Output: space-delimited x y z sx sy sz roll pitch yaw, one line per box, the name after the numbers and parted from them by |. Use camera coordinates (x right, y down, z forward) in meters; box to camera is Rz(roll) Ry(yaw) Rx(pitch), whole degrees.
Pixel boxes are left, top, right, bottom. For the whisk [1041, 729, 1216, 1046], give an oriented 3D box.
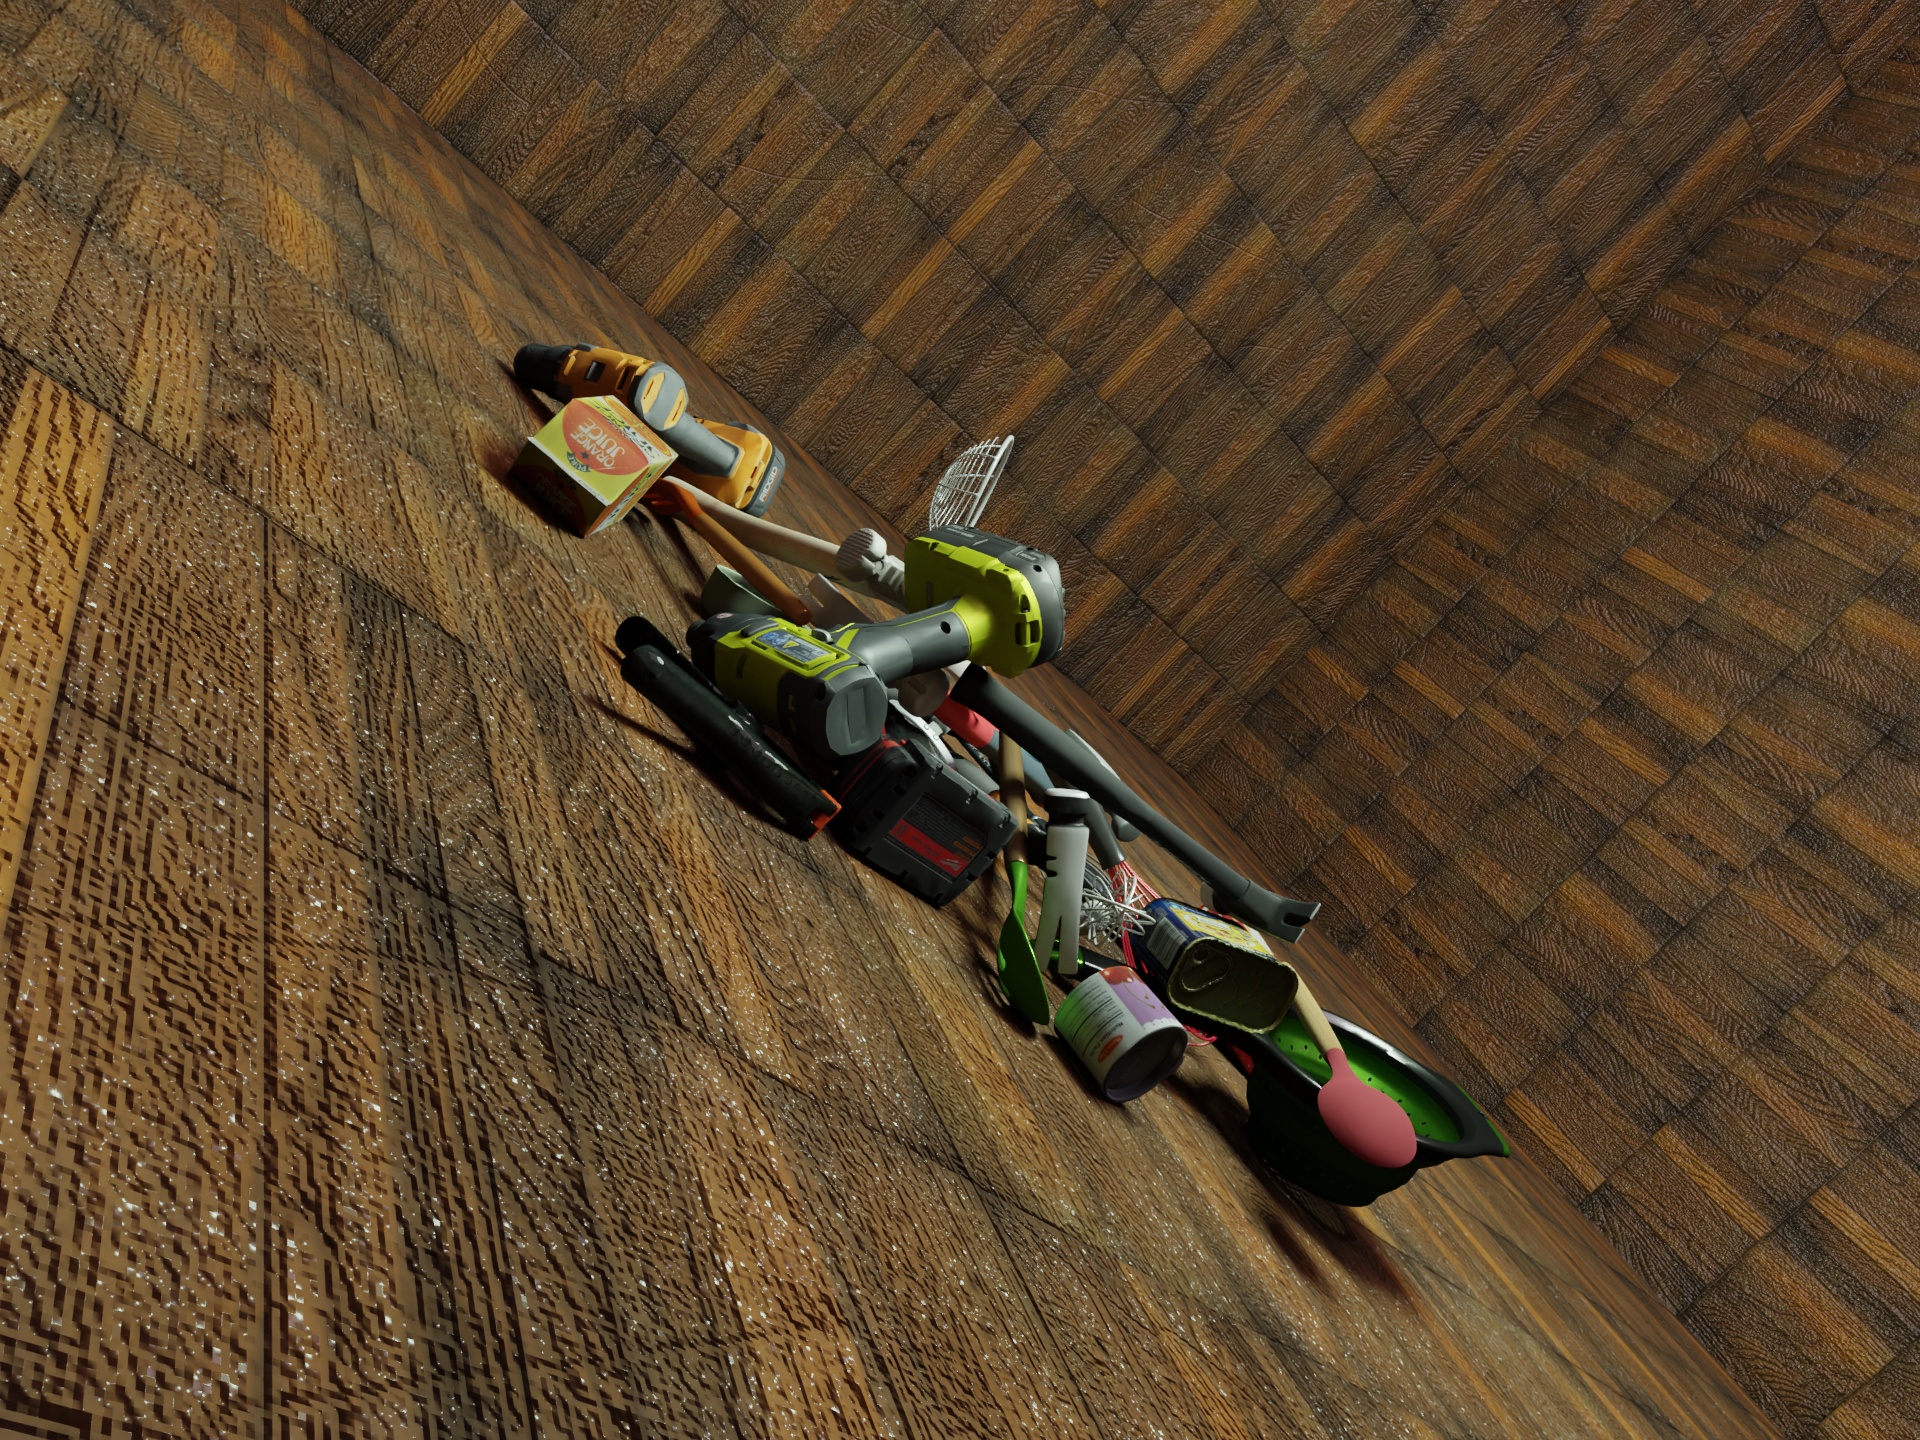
0.139 0.137 1.328 0.296 0.073 0.073 62 9 4 | whisk

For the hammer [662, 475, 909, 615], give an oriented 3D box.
-0.139 -0.139 1.312 0.146 0.038 0.411 38 -8 -39 | hammer

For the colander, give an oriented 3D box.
0.214 0.272 1.202 0.397 0.094 0.205 23 13 -12 | colander

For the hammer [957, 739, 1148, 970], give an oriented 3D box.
0.065 0.090 1.555 0.409 0.036 0.149 49 10 33 | hammer

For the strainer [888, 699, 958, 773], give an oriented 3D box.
-0.021 0.008 1.389 0.087 0.050 0.258 50 18 0 | strainer

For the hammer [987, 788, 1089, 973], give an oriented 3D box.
0.051 0.102 1.243 0.034 0.127 0.337 4 3 -7 | hammer

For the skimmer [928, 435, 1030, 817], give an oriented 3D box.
0.044 -0.072 1.446 0.127 0.090 0.363 -61 139 -73 | skimmer

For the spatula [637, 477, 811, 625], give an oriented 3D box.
-0.198 -0.139 1.247 0.081 0.041 0.323 28 9 -42 | spatula

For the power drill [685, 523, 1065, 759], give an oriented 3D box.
-0.056 -0.057 1.041 0.223 0.080 0.171 -23 34 -36 | power drill

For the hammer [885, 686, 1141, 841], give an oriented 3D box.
0.035 0.019 1.538 0.330 0.033 0.128 25 26 -31 | hammer

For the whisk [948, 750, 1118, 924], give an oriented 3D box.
0.059 0.102 1.431 0.239 0.055 0.055 42 6 30 | whisk

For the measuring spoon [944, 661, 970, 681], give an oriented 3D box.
0.011 -0.030 1.209 0.034 0.018 0.124 39 -1 23 | measuring spoon

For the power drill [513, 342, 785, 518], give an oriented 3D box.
-0.289 -0.275 1.465 0.185 0.084 0.226 20 -7 31 | power drill

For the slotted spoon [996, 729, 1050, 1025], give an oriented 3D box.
0.038 0.088 1.100 0.314 0.031 0.070 -91 173 -55 | slotted spoon

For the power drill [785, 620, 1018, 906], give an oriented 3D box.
-0.050 0.032 1.126 0.187 0.080 0.227 38 6 -41 | power drill

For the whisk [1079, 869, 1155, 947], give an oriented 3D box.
0.104 0.149 1.213 0.059 0.058 0.246 20 -10 0 | whisk

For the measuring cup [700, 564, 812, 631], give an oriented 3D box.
-0.136 -0.061 1.243 0.168 0.038 0.083 38 7 19 | measuring cup

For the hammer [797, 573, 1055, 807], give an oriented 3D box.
-0.002 -0.004 1.299 0.143 0.038 0.386 40 1 28 | hammer

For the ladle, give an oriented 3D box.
0.270 0.239 1.170 0.069 0.031 0.315 19 11 -4 | ladle

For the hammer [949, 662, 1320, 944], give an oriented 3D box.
0.123 0.062 1.158 0.334 0.035 0.146 37 -8 -22 | hammer
